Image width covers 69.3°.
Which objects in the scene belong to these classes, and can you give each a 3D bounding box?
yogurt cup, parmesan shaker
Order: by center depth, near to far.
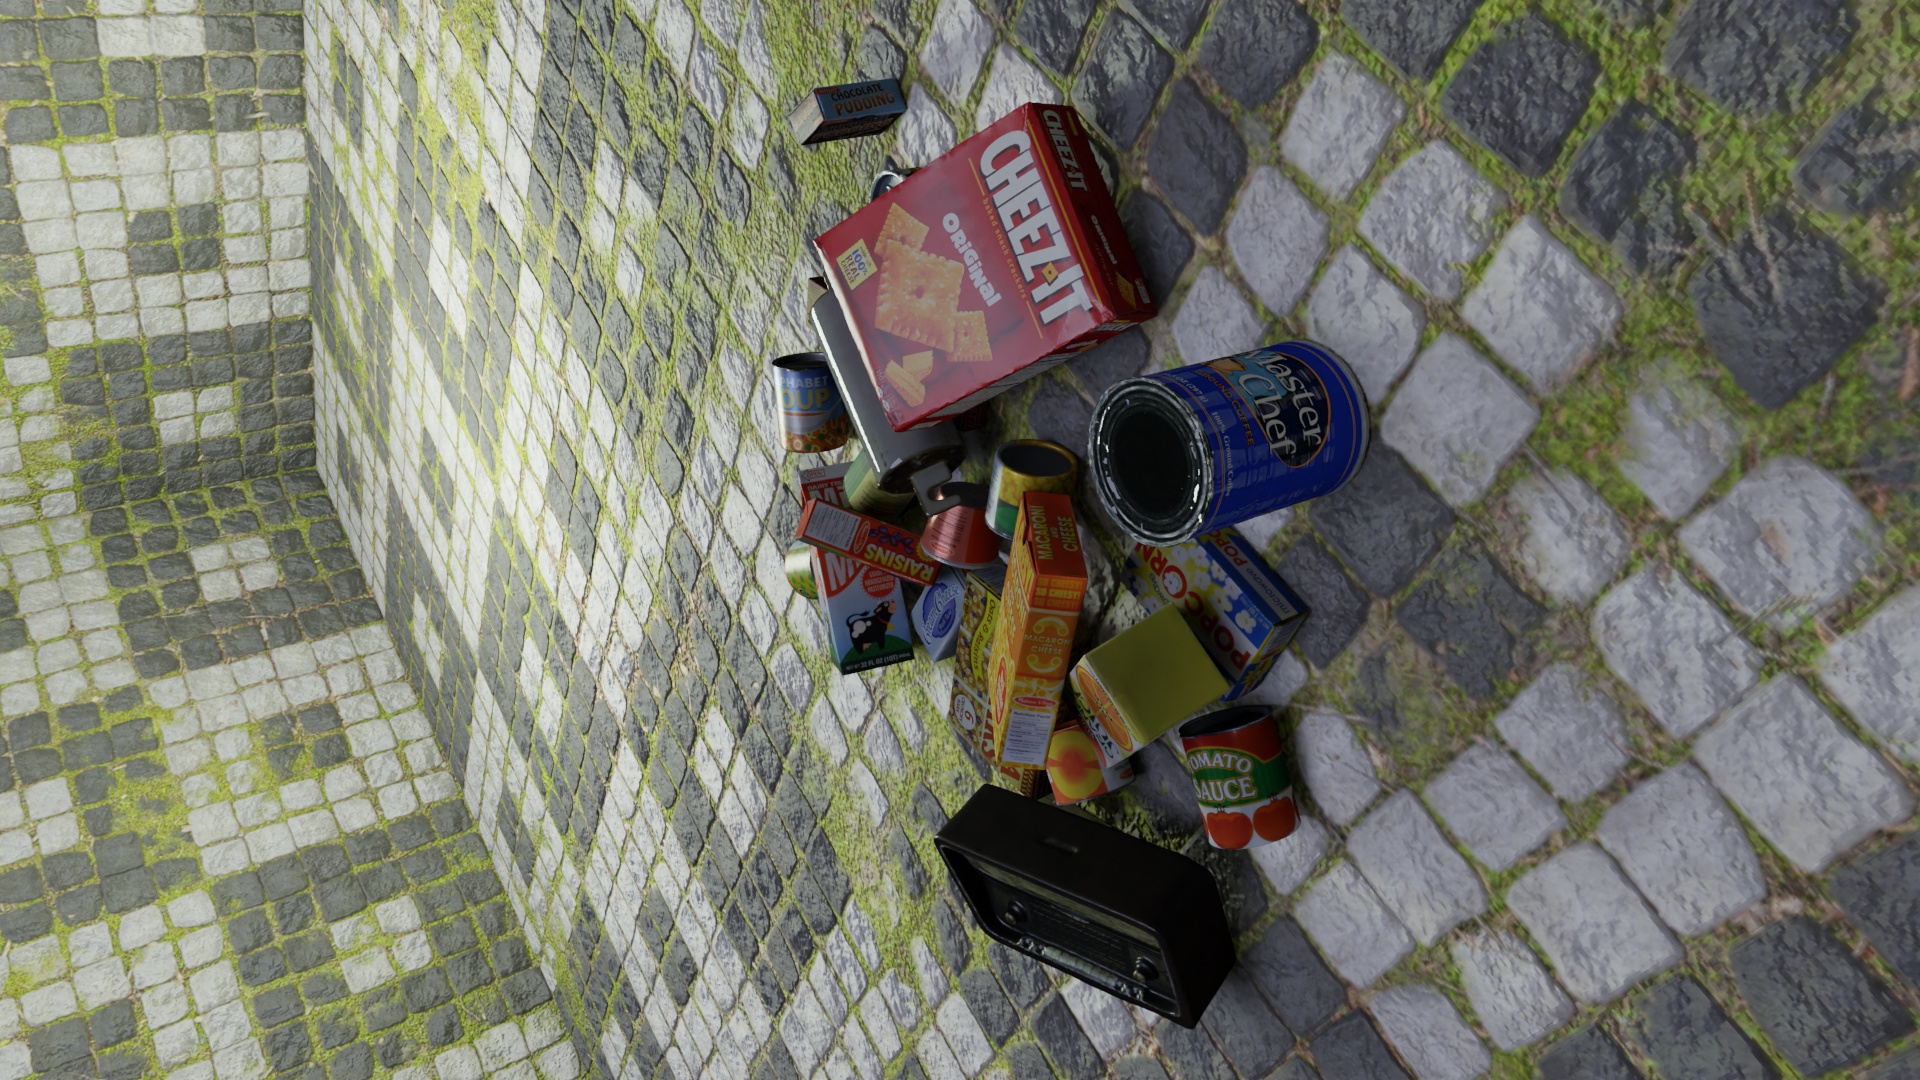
[{"bbox_3d":[0.004,-0.015,1.164,0.072,0.072,0.053,36,123,42],"label":"yogurt cup"},{"bbox_3d":[-0.053,-0.067,1.218,0.071,0.071,0.102,63,148,15],"label":"parmesan shaker"}]

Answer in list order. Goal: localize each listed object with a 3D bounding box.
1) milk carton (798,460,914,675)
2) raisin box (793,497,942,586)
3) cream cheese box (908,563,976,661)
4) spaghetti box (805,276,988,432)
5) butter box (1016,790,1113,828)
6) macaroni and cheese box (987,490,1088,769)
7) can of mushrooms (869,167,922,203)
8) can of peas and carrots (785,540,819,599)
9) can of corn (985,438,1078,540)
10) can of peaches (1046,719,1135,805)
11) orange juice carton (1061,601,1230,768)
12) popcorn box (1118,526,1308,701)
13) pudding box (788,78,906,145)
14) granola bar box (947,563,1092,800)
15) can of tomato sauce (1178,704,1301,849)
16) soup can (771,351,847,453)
[{"bbox_3d":[-0.100,0.022,1.300,0.073,0.072,0.190,-164,63,-77],"label":"milk carton"},{"bbox_3d":[-0.080,0.002,1.219,0.086,0.123,0.040,170,121,-78],"label":"raisin box"},{"bbox_3d":[-0.011,0.060,1.249,0.053,0.024,0.103,59,143,24],"label":"cream cheese box"},{"bbox_3d":[-0.059,-0.168,1.220,0.251,0.029,0.050,38,132,41],"label":"spaghetti box"},{"bbox_3d":[0.089,0.251,1.187,0.103,0.024,0.053,22,120,49],"label":"butter box"},{"bbox_3d":[0.053,0.065,1.025,0.124,0.040,0.165,-95,12,-60],"label":"macaroni and cheese box"},{"bbox_3d":[-0.043,-0.276,1.149,0.071,0.033,0.070,27,124,48],"label":"can of mushrooms"},{"bbox_3d":[-0.132,0.027,1.371,0.058,0.071,0.071,-12,94,57],"label":"can of peas and carrots"},{"bbox_3d":[0.058,-0.039,1.077,0.071,0.071,0.058,38,132,41],"label":"can of corn"},{"bbox_3d":[0.097,0.173,1.103,0.071,0.071,0.058,-23,84,56],"label":"can of peaches"},{"bbox_3d":[0.124,0.110,0.997,0.072,0.073,0.192,57,169,11],"label":"orange juice carton"},{"bbox_3d":[0.173,0.037,0.965,0.127,0.038,0.084,52,142,29],"label":"popcorn box"},{"bbox_3d":[-0.092,-0.353,1.142,0.049,0.084,0.030,-22,88,55],"label":"pudding box"},{"bbox_3d":[0.046,0.120,1.180,0.124,0.039,0.164,38,133,40],"label":"granola bar box"},{"bbox_3d":[0.193,0.164,0.961,0.071,0.071,0.083,-11,95,56],"label":"can of tomato sauce"},{"bbox_3d":[-0.144,-0.131,1.319,0.071,0.071,0.083,22,122,49],"label":"soup can"}]
